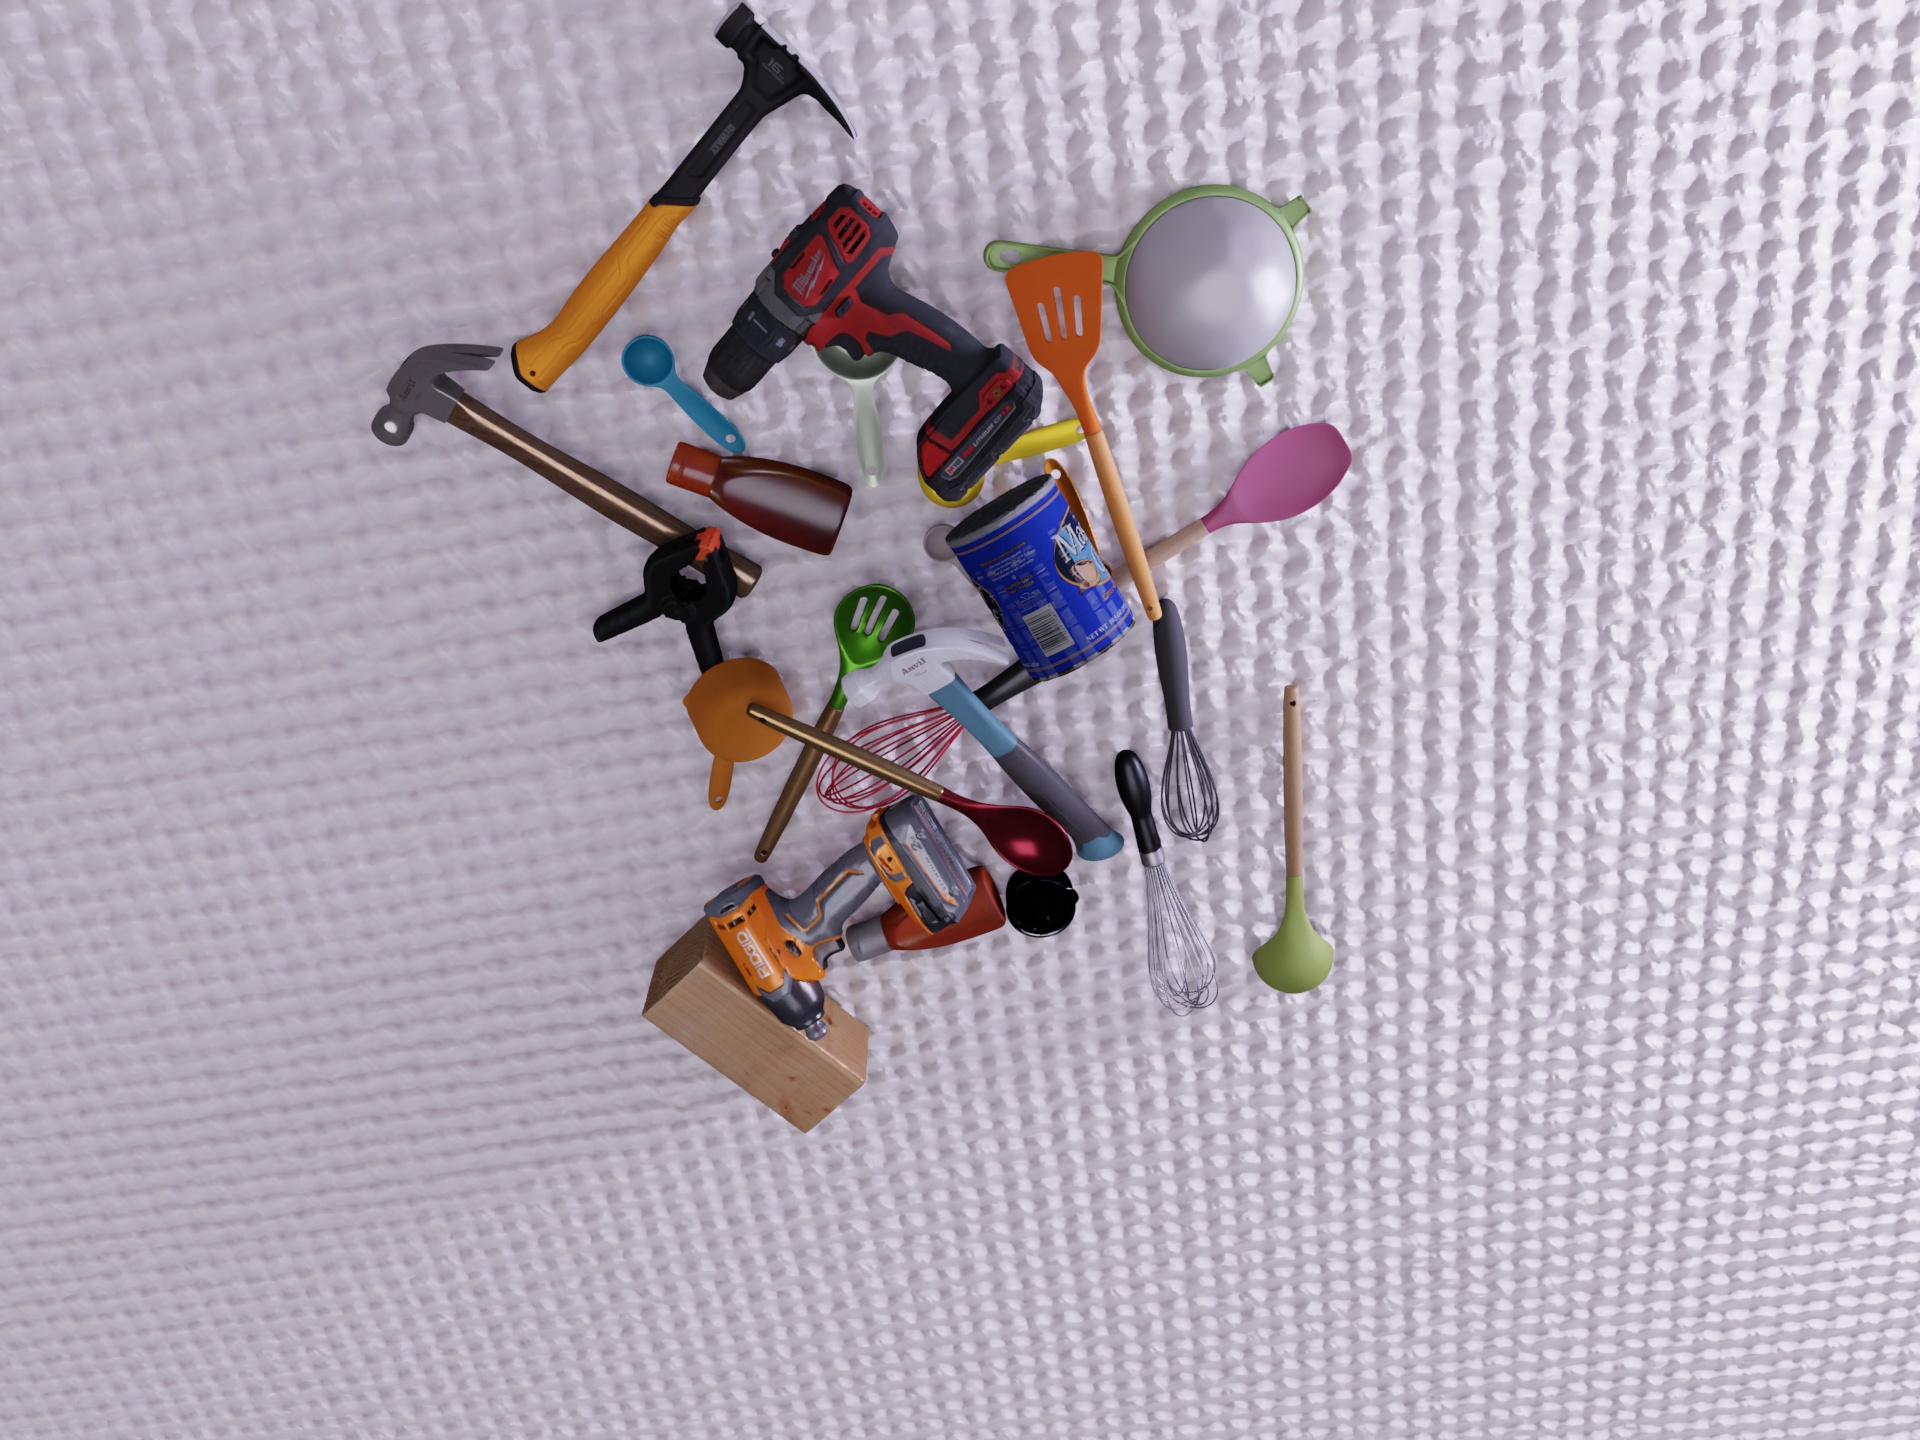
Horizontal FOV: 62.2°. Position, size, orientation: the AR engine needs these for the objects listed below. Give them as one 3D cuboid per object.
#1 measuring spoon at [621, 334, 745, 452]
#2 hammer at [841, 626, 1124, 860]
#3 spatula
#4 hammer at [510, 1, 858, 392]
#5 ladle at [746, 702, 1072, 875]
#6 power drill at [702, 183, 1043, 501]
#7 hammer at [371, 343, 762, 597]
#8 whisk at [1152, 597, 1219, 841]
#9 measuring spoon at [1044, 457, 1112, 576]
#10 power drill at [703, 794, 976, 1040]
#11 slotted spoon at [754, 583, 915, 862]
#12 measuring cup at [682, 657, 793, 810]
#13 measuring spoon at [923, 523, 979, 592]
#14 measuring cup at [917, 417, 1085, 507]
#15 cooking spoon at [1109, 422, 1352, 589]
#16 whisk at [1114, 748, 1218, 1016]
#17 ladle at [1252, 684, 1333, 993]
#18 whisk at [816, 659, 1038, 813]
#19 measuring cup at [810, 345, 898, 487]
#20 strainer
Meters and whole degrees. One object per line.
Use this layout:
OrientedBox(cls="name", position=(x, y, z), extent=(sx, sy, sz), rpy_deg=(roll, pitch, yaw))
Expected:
OrientedBox(cls="measuring spoon", position=(-0.223, -0.266, 1.301), extent=(0.042, 0.021, 0.128), rpy_deg=(-38, 120, 16))
OrientedBox(cls="hammer", position=(0.044, 0.031, 1.388), extent=(0.128, 0.033, 0.330), rpy_deg=(-29, 131, 19))
OrientedBox(cls="spatula", position=(0.117, -0.219, 1.290), extent=(0.081, 0.041, 0.322), rpy_deg=(-5, 127, 26))
OrientedBox(cls="hammer", position=(-0.229, -0.378, 1.231), extent=(0.127, 0.034, 0.337), rpy_deg=(40, 110, -17))
OrientedBox(cls="ladle", position=(-0.042, 0.055, 1.381), extent=(0.315, 0.031, 0.069), rpy_deg=(25, 126, -14))
OrientedBox(cls="power drill", position=(-0.068, -0.269, 1.223), extent=(0.226, 0.080, 0.188), rpy_deg=(40, 110, -15))
OrientedBox(cls="hammer", position=(-0.310, -0.198, 1.309), extent=(0.331, 0.031, 0.130), rpy_deg=(30, 134, -19))
OrientedBox(cls="whisk", position=(0.197, 0.003, 1.425), extent=(0.055, 0.055, 0.238), rpy_deg=(-9, 112, 4))
OrientedBox(cls="measuring spoon", position=(0.099, -0.169, 1.347), extent=(0.021, 0.011, 0.117), rpy_deg=(-22, 104, 17))
OrientedBox(cls="power drill", position=(-0.102, 0.184, 1.457), extent=(0.226, 0.084, 0.164), rpy_deg=(-30, 93, 11))
OrientedBox(cls="slotted spoon", position=(-0.124, 0.006, 1.431), extent=(0.070, 0.031, 0.313), rpy_deg=(22, 116, -11))
OrientedBox(cls="measuring cup", position=(-0.199, 0.028, 1.414), extent=(0.095, 0.052, 0.173), rpy_deg=(-5, 129, -26))
OrientedBox(cls="measuring spoon", position=(0.015, -0.127, 1.374), extent=(0.034, 0.018, 0.124), rpy_deg=(-40, 117, 17))
OrientedBox(cls="measuring cup", position=(0.039, -0.218, 1.315), extent=(0.156, 0.029, 0.062), rpy_deg=(-17, 116, 10))
OrientedBox(cls="cooking spoon", position=(0.186, -0.153, 1.357), extent=(0.319, 0.017, 0.068), rpy_deg=(-31, 104, 14))
OrientedBox(cls="whisk", position=(0.188, 0.154, 1.495), extent=(0.070, 0.070, 0.284), rpy_deg=(-14, 111, 6))
OrientedBox(cls="ladle", position=(0.310, 0.115, 1.489), extent=(0.078, 0.062, 0.320), rpy_deg=(-4, 110, 3))
OrientedBox(cls="whisk", position=(-0.002, -0.005, 1.412), extent=(0.296, 0.073, 0.073), rpy_deg=(-32, 113, 8))
OrientedBox(cls="measuring cup", position=(-0.078, -0.272, 1.285), extent=(0.083, 0.038, 0.167), rpy_deg=(-4, 119, 1))
OrientedBox(cls="strainer", position=(0.146, -0.340, 1.233), extent=(0.256, 0.069, 0.151), rpy_deg=(6, 117, -5))
